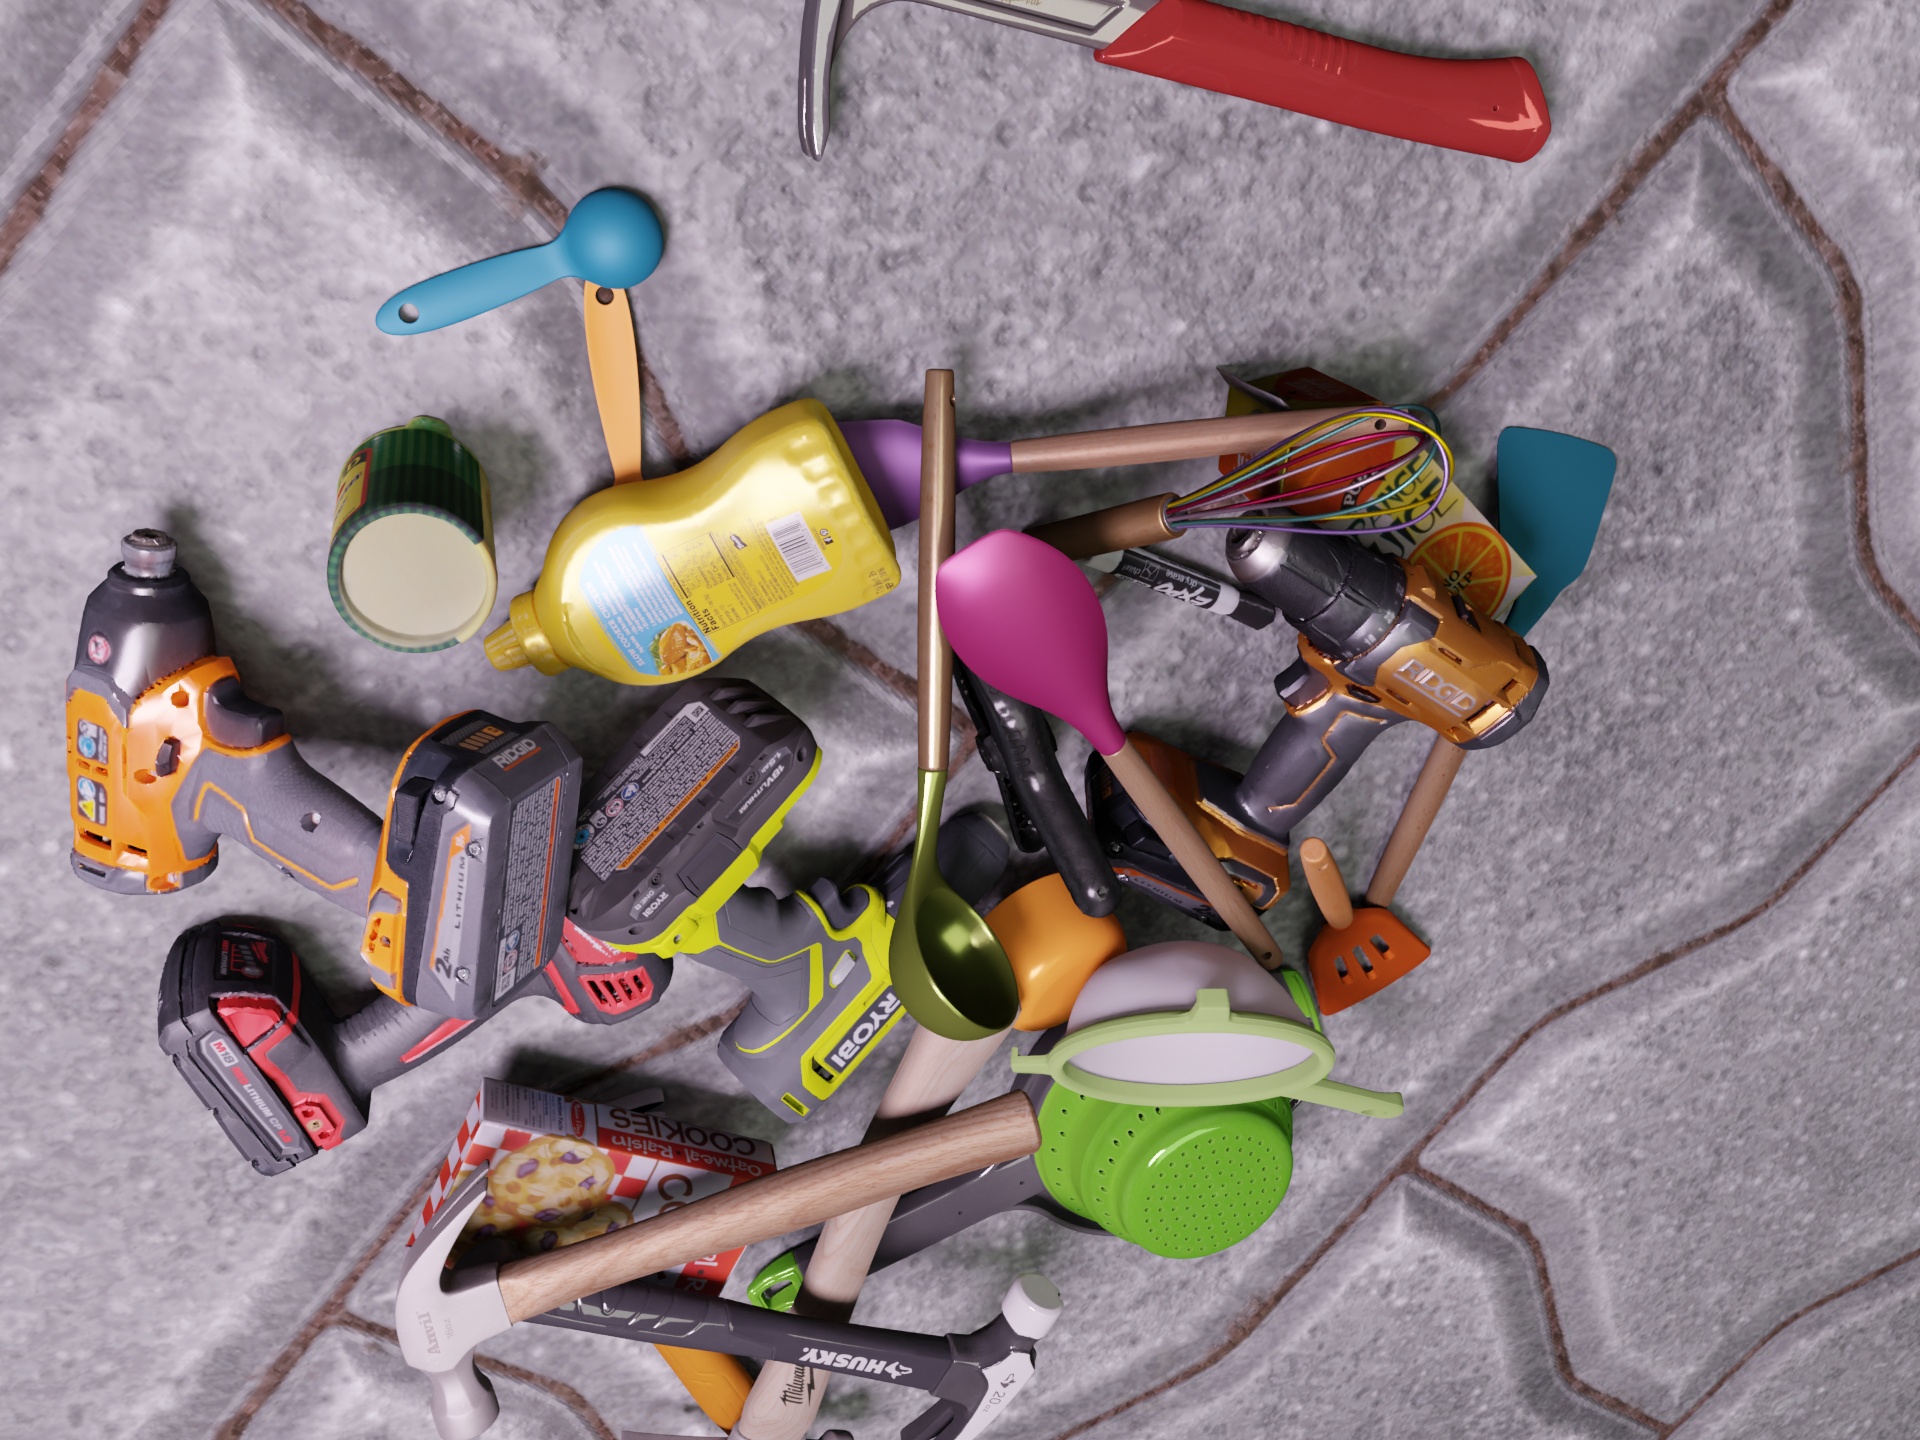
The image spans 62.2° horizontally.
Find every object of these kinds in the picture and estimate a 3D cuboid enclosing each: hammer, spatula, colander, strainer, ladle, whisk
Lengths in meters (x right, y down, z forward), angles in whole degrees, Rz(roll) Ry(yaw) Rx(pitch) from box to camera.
[{"bbox_3d":[-0.117,0.251,0.808,0.331,0.031,0.130,-15,108,-13],"label":"hammer"},{"bbox_3d":[-0.117,0.340,0.876,0.334,0.035,0.146,20,112,-23],"label":"hammer"},{"bbox_3d":[-0.072,0.297,0.905,0.146,0.038,0.410,13,116,-20],"label":"hammer"},{"bbox_3d":[0.216,0.113,0.890,0.081,0.041,0.322,-32,157,6],"label":"spatula"},{"bbox_3d":[0.050,-0.124,0.749,0.316,0.018,0.059,-6,120,5],"label":"spatula"},{"bbox_3d":[0.108,-0.295,0.718,0.359,0.037,0.149,5,114,-20],"label":"hammer"},{"bbox_3d":[0.295,-0.013,0.934,0.082,0.044,0.317,7,118,-22],"label":"spatula"},{"bbox_3d":[0.062,0.293,0.969,0.397,0.095,0.204,-24,121,-5],"label":"colander"},{"bbox_3d":[-0.168,0.363,0.965,0.127,0.034,0.336,-26,121,-3],"label":"hammer"},{"bbox_3d":[0.161,0.172,0.884,0.256,0.069,0.151,21,146,-36],"label":"strainer"},{"bbox_3d":[-0.001,-0.002,0.752,0.062,0.078,0.320,6,103,22],"label":"ladle"},{"bbox_3d":[0.112,-0.101,0.723,0.047,0.245,0.051,17,74,-40],"label":"whisk"}]

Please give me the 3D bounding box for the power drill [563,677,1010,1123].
[{"bbox_3d":[-0.079,0.082,0.797,0.190,0.080,0.228,-47,137,-9],"label":"power drill"}]

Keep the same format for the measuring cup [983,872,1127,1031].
[{"bbox_3d":[0.030,0.165,0.906,0.095,0.052,0.173,3,127,-47],"label":"measuring cup"}]

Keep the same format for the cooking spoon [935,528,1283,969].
[{"bbox_3d":[0.087,0.028,0.777,0.069,0.017,0.318,-31,125,12],"label":"cooking spoon"}]

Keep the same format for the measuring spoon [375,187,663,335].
[{"bbox_3d":[-0.188,-0.190,0.677,0.128,0.021,0.042,-22,109,-5],"label":"measuring spoon"}]

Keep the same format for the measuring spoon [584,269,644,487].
[{"bbox_3d":[-0.156,-0.149,0.721,0.021,0.011,0.116,-7,115,-10],"label":"measuring spoon"}]

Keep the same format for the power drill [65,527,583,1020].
[{"bbox_3d":[-0.280,0.020,0.676,0.226,0.084,0.164,18,114,13],"label":"power drill"}]

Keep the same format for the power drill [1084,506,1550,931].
[{"bbox_3d":[0.156,-0.001,0.817,0.185,0.084,0.226,28,127,-25],"label":"power drill"}]

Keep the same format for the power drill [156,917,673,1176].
[{"bbox_3d":[-0.265,0.118,0.784,0.219,0.079,0.143,-24,122,-9],"label":"power drill"}]
